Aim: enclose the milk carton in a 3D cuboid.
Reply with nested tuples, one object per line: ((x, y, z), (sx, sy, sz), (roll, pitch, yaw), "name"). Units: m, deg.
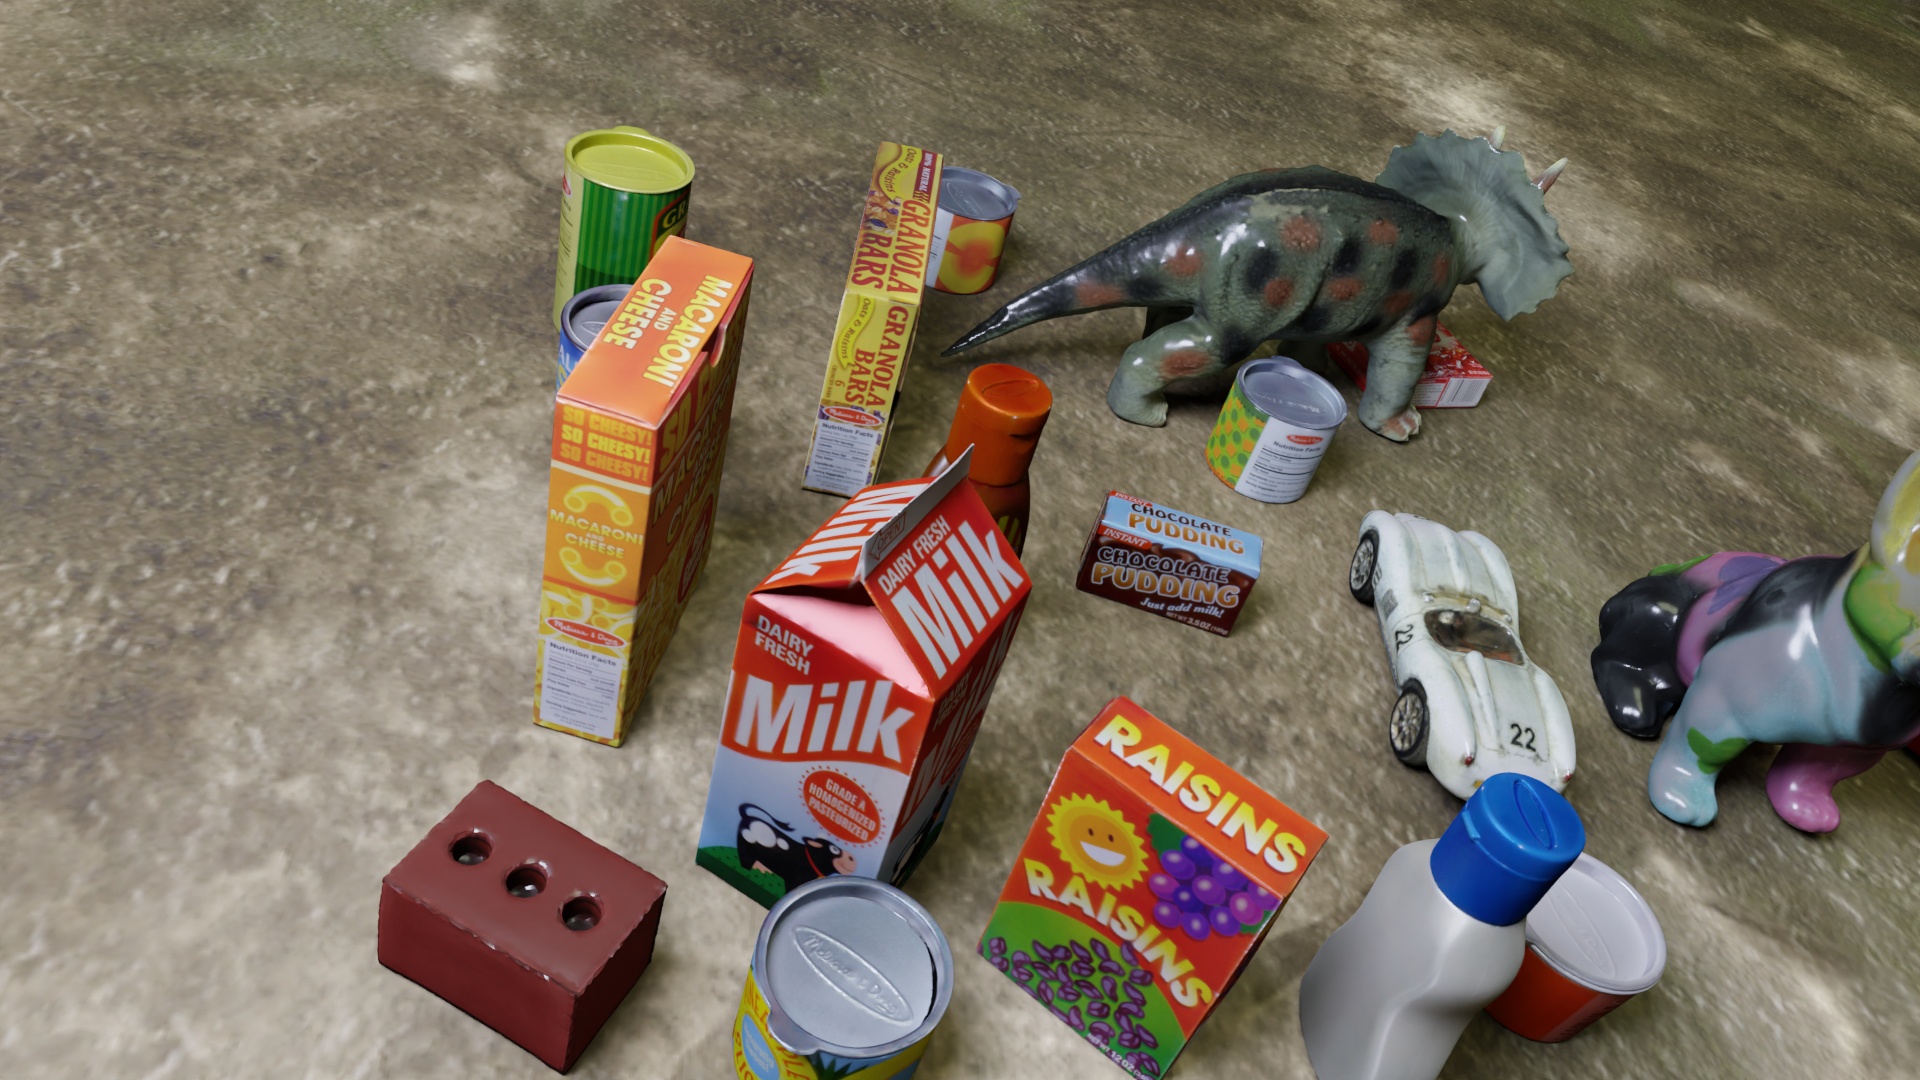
((-0.034, 0.054, 0.487), (0.073, 0.189, 0.073), (29, 40, 13), "milk carton")

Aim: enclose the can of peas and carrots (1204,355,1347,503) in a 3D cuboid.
((0.183, -0.066, 0.814), (0.071, 0.058, 0.071), (11, 40, -9), "can of peas and carrots")

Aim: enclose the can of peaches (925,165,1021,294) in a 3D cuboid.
((0.000, -0.202, 0.905), (0.071, 0.057, 0.071), (11, 40, -9), "can of peaches")

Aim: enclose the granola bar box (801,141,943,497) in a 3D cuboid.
((-0.045, -0.119, 0.739), (0.039, 0.123, 0.166), (13, 39, -7), "granola bar box")

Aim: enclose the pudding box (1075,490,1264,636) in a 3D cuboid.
((0.106, 0.011, 0.702), (0.084, 0.049, 0.030), (18, 39, 0), "pudding box")

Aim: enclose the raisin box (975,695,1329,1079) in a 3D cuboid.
((0.064, 0.126, 0.493), (0.086, 0.122, 0.040), (34, 42, 19), "raisin box")

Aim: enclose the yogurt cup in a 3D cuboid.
((0.242, 0.167, 0.568), (0.072, 0.053, 0.073), (11, 40, -9), "yogurt cup")

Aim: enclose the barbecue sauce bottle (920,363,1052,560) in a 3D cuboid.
((0.002, -0.008, 0.606), (0.065, 0.147, 0.044), (-15, 49, -34), "barbecue sauce bottle")

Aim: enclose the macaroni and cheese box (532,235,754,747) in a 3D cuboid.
((-0.126, -0.019, 0.557), (0.040, 0.165, 0.124), (16, 39, -2), "macaroni and cheese box")

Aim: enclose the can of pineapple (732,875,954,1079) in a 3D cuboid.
((-0.042, 0.157, 0.467), (0.071, 0.057, 0.071), (11, 40, -9), "can of pineapple")

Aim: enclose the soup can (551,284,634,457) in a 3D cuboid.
((-0.161, -0.069, 0.667), (0.071, 0.083, 0.072), (11, 40, -9), "soup can")

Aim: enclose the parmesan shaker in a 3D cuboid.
((-0.183, -0.161, 0.752), (0.071, 0.102, 0.072), (11, 40, -9), "parmesan shaker")

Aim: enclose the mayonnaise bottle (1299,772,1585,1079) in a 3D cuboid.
((0.168, 0.143, 0.494), (0.041, 0.147, 0.065), (9, 40, -11), "mayonnaise bottle")
